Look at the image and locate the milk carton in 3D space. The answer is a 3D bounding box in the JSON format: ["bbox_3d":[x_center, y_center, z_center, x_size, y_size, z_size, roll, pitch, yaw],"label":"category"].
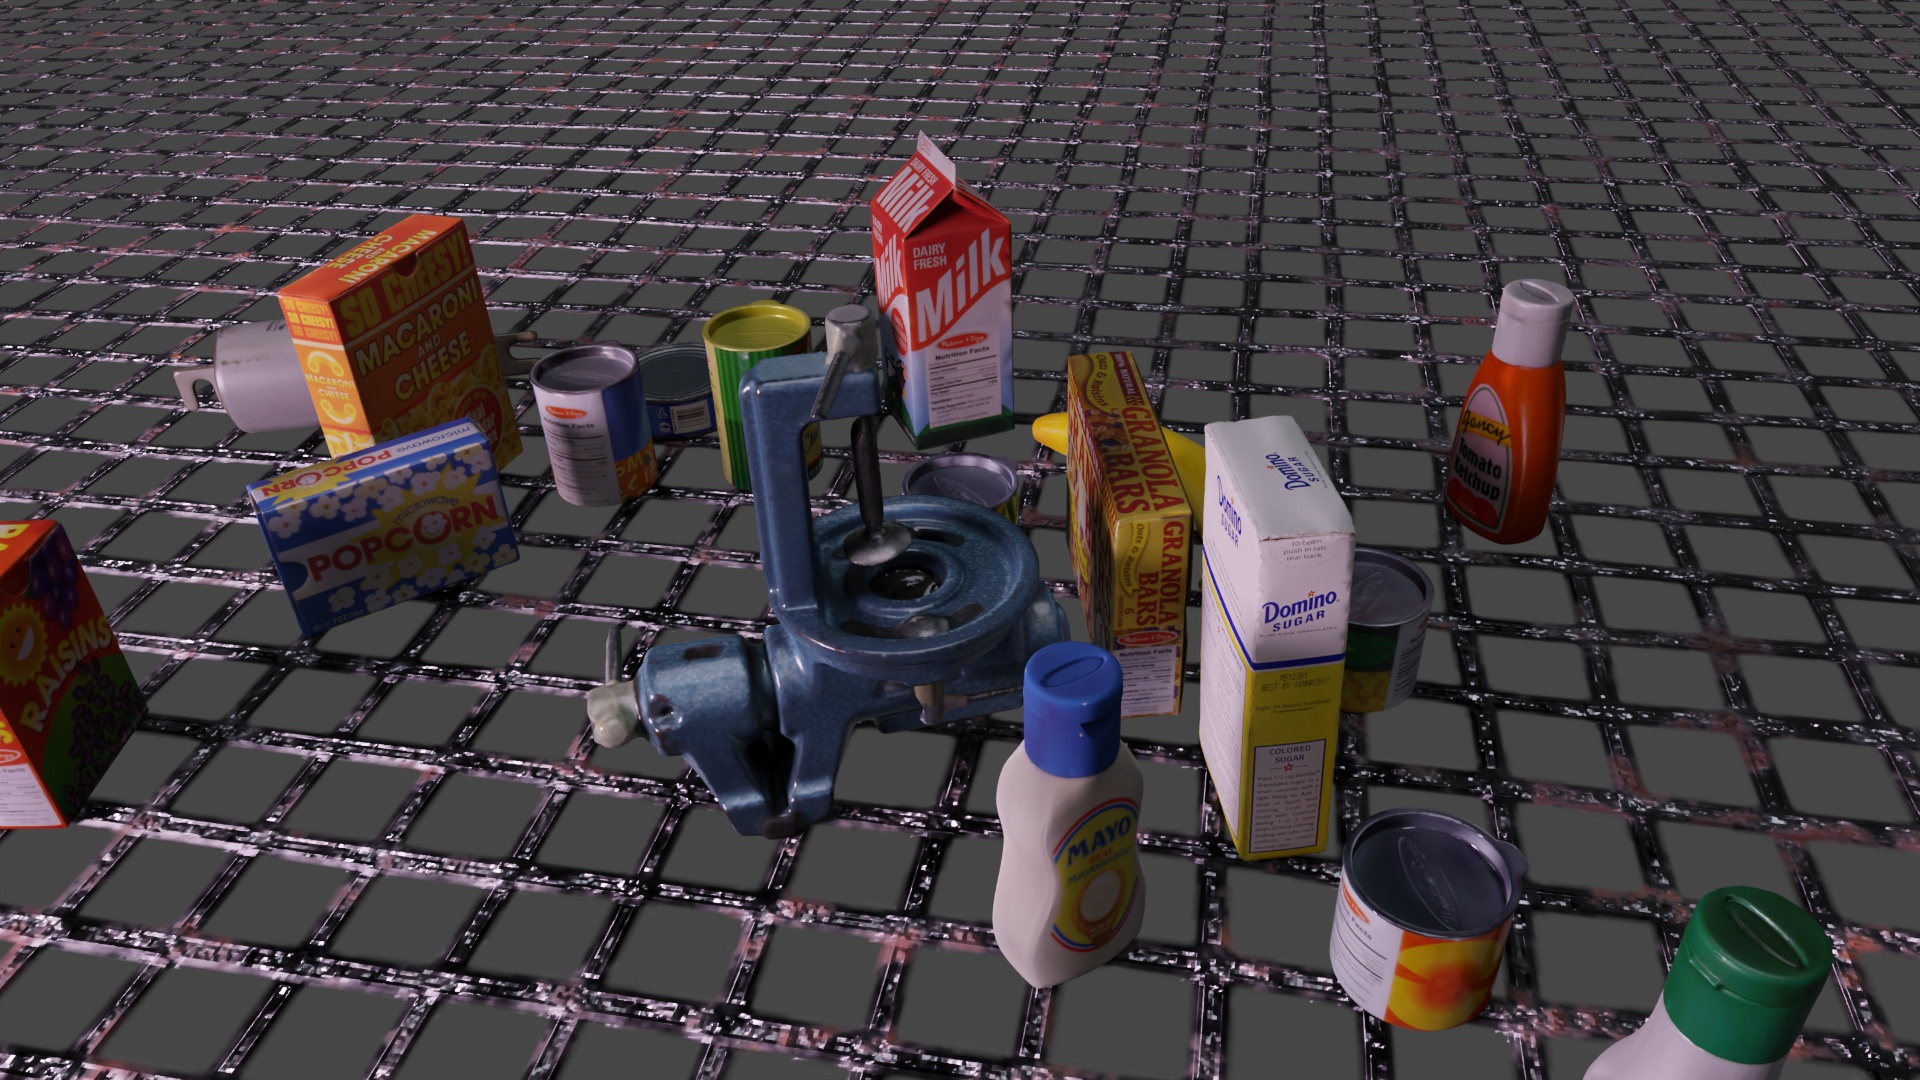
[{"bbox_3d":[-0.011,-0.162,0.900,0.073,0.189,0.072,-13,36,-15],"label":"milk carton"}]

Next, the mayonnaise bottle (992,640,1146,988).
[{"bbox_3d":[0.043,0.108,0.543,0.065,0.147,0.041,-22,39,-26],"label":"mayonnaise bottle"}]

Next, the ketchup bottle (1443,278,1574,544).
[{"bbox_3d":[0.315,-0.074,0.789,0.043,0.148,0.065,-14,36,-16],"label":"ketchup bottle"}]

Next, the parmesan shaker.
[{"bbox_3d":[-0.122,-0.091,0.880,0.071,0.102,0.072,-2,34,1],"label":"parmesan shaker"}]

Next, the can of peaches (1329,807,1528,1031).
[{"bbox_3d":[0.185,0.150,0.552,0.071,0.057,0.071,-2,35,1],"label":"can of peaches"}]

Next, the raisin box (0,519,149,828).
[{"bbox_3d":[-0.442,0.063,0.658,0.040,0.122,0.086,-2,34,1],"label":"raisin box"}]

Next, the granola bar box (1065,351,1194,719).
[{"bbox_3d":[0.085,-0.007,0.728,0.039,0.123,0.166,-4,35,-2],"label":"granola bar box"}]

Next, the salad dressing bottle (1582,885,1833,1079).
[{"bbox_3d":[0.233,0.172,0.438,0.044,0.146,0.064,-13,36,-15],"label":"salad dressing bottle"}]

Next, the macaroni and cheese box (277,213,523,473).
[{"bbox_3d":[-0.333,-0.098,0.847,0.040,0.165,0.124,10,36,17],"label":"macaroni and cheese box"}]

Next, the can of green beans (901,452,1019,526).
[{"bbox_3d":[0.001,-0.009,0.794,0.071,0.057,0.071,-2,35,1],"label":"can of green beans"}]

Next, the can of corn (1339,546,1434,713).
[{"bbox_3d":[0.199,0.044,0.704,0.071,0.058,0.071,-2,35,1],"label":"can of corn"}]

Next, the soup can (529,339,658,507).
[{"bbox_3d":[-0.229,-0.074,0.879,0.071,0.083,0.072,-2,34,1],"label":"soup can"}]

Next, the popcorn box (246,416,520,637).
[{"bbox_3d":[-0.324,-0.009,0.789,0.127,0.084,0.038,-23,39,-27],"label":"popcorn box"}]
